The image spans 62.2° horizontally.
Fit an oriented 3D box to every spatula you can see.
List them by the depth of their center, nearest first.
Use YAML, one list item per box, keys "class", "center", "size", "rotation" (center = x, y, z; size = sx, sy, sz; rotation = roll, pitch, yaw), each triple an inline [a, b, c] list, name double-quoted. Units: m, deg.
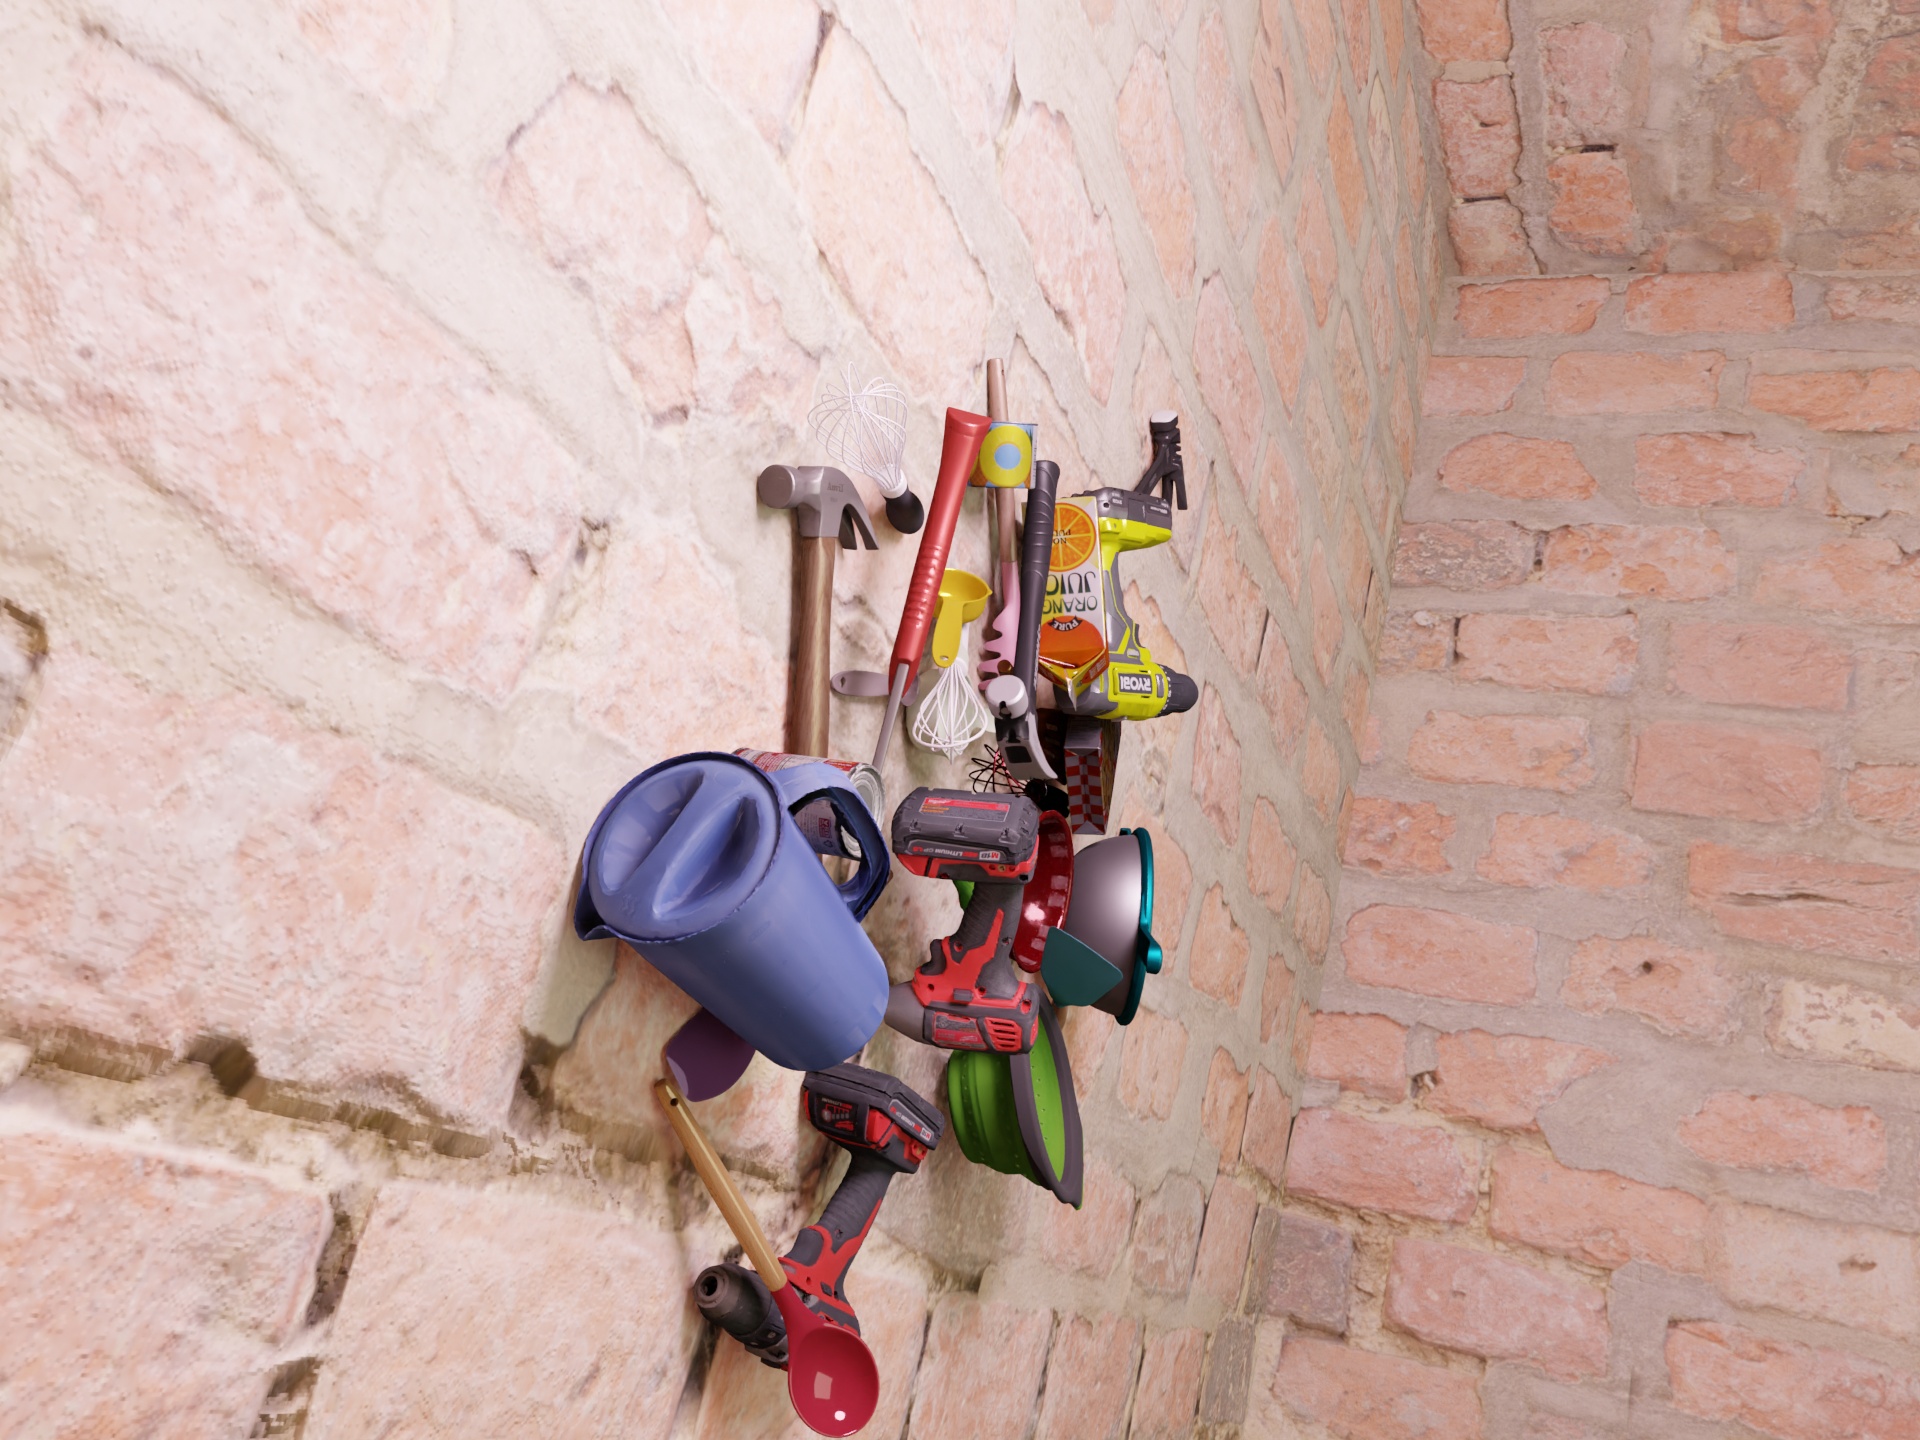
- class: "spatula"
  center: [-0.126, 0.188, 1.208]
  size: [0.316, 0.018, 0.059]
  rotation: [-43, 113, -56]
- class: "spatula"
  center: [0.072, -0.008, 1.532]
  size: [0.322, 0.041, 0.081]
  rotation: [56, 39, -73]
- class: "spatula"
  center: [0.109, 0.282, 1.622]
  size: [0.044, 0.082, 0.317]
  rotation: [-53, 167, -16]

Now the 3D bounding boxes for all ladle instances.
- class: "ladle"
  center: [-0.140, 0.379, 1.120]
  size: [0.069, 0.031, 0.315]
  rotation: [-36, 112, -31]

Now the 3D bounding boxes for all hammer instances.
- class: "hammer"
  center: [-0.109, -0.022, 1.184]
  size: [0.130, 0.031, 0.331]
  rotation: [-13, 108, -64]
- class: "hammer"
  center: [-0.037, -0.067, 1.227]
  size: [0.149, 0.036, 0.359]
  rotation: [116, -11, -82]
- class: "hammer"
  center: [0.064, -0.101, 1.393]
  size: [0.146, 0.035, 0.335]
  rotation: [71, 21, -50]
- class: "hammer"
  center: [0.188, -0.224, 1.787]
  size: [0.337, 0.034, 0.127]
  rotation: [-54, 141, -48]

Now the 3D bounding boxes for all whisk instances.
- class: "whisk"
  center: [-0.057, -0.189, 1.178]
  size: [0.284, 0.070, 0.070]
  rotation: [58, 42, -78]
- class: "whisk"
  center: [-0.005, -0.039, 1.309]
  size: [0.247, 0.059, 0.057]
  rotation: [-87, 168, -61]
- class: "whisk"
  center: [0.069, 0.067, 1.574]
  size: [0.295, 0.073, 0.073]
  rotation: [35, 64, -70]

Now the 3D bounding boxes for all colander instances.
- class: "colander"
  center: [0.022, 0.291, 1.463]
  size: [0.205, 0.094, 0.396]
  rotation: [-83, 157, -56]

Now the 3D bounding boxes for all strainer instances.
- class: "strainer"
  center: [0.143, 0.215, 1.628]
  size: [0.340, 0.095, 0.211]
  rotation: [-93, -171, -89]

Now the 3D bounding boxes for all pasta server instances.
- class: "pasta server"
  center: [0.036, -0.175, 1.478]
  size: [0.060, 0.040, 0.316]
  rotation: [-29, 118, -61]

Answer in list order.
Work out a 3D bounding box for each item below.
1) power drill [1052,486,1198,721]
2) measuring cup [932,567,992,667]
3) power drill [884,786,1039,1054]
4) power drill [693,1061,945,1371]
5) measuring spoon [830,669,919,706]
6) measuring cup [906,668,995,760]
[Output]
- class: "power drill"
  center: [0.170, -0.111, 1.624]
  size: [0.190, 0.080, 0.228]
  rotation: [3, 81, -45]
- class: "measuring cup"
  center: [-0.010, -0.077, 1.319]
  size: [0.157, 0.062, 0.029]
  rotation: [-81, -176, -55]
- class: "power drill"
  center: [-0.004, 0.172, 1.314]
  size: [0.078, 0.143, 0.219]
  rotation: [-63, 156, -67]
- class: "power drill"
  center: [-0.111, 0.380, 1.225]
  size: [0.187, 0.080, 0.227]
  rotation: [51, 54, -49]
- class: "measuring spoon"
  center: [-0.072, -0.030, 1.290]
  size: [0.124, 0.018, 0.034]
  rotation: [1, 95, -59]
- class: "measuring cup"
  center: [-0.002, -0.005, 1.418]
  size: [0.167, 0.038, 0.083]
  rotation: [10, 86, -68]
